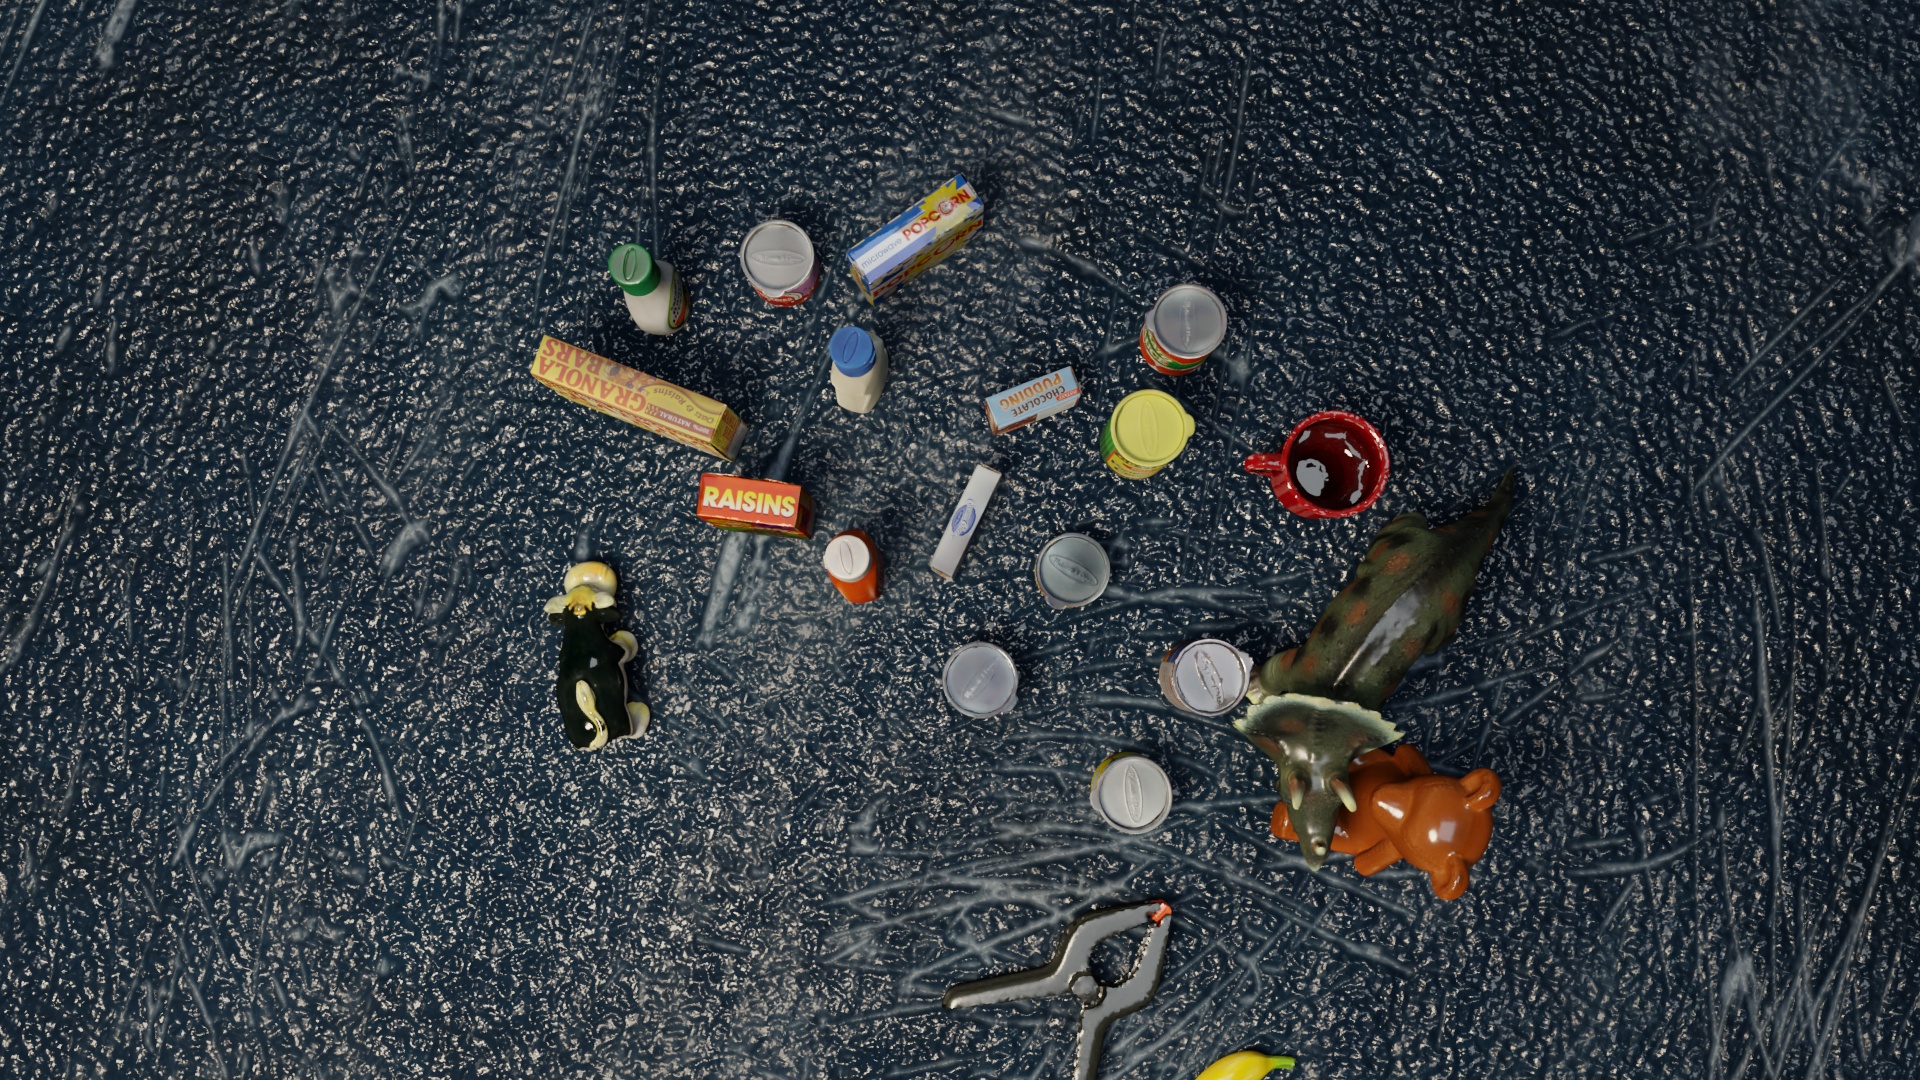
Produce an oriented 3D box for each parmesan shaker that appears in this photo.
[{"bbox_3d":[0.163,-0.091,1.222,0.071,0.103,0.071,0,85,0],"label":"parmesan shaker"}]

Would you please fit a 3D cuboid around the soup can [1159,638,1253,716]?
[{"bbox_3d":[0.214,0.118,1.212,0.071,0.083,0.071,0,85,0],"label":"soup can"}]

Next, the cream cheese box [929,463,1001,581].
[{"bbox_3d":[0.004,-0.016,1.240,0.024,0.053,0.104,25,85,2],"label":"cream cheese box"}]

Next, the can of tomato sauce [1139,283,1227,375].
[{"bbox_3d":[0.196,-0.186,1.241,0.071,0.083,0.071,0,85,0],"label":"can of tomato sauce"}]

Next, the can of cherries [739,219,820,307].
[{"bbox_3d":[-0.163,-0.248,1.260,0.071,0.058,0.071,0,85,0],"label":"can of cherries"}]

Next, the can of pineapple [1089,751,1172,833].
[{"bbox_3d":[0.147,0.219,1.216,0.071,0.058,0.071,0,85,0],"label":"can of pineapple"}]

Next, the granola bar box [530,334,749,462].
[{"bbox_3d":[-0.277,-0.121,1.216,0.166,0.124,0.039,21,86,2],"label":"granola bar box"}]

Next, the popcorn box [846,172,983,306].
[{"bbox_3d":[-0.040,-0.268,1.248,0.127,0.085,0.038,-35,86,-3],"label":"popcorn box"}]

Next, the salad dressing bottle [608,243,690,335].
[{"bbox_3d":[-0.272,-0.221,1.213,0.044,0.147,0.064,7,85,1],"label":"salad dressing bottle"}]

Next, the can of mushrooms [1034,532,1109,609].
[{"bbox_3d":[0.098,0.029,1.246,0.071,0.033,0.071,0,85,0],"label":"can of mushrooms"}]

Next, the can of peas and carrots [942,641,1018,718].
[{"bbox_3d":[0.019,0.124,1.225,0.071,0.058,0.071,0,85,0],"label":"can of peas and carrots"}]

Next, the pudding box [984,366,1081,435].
[{"bbox_3d":[0.065,-0.125,1.252,0.084,0.049,0.030,-21,85,-2],"label":"pudding box"}]

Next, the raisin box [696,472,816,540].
[{"bbox_3d":[-0.175,-0.029,1.207,0.086,0.123,0.040,8,85,1],"label":"raisin box"}]

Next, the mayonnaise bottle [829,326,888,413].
[{"bbox_3d":[-0.089,-0.153,1.206,0.041,0.148,0.065,19,86,2],"label":"mayonnaise bottle"}]

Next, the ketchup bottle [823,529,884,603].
[{"bbox_3d":[-0.092,0.020,1.190,0.043,0.148,0.065,-11,85,-1],"label":"ketchup bottle"}]
